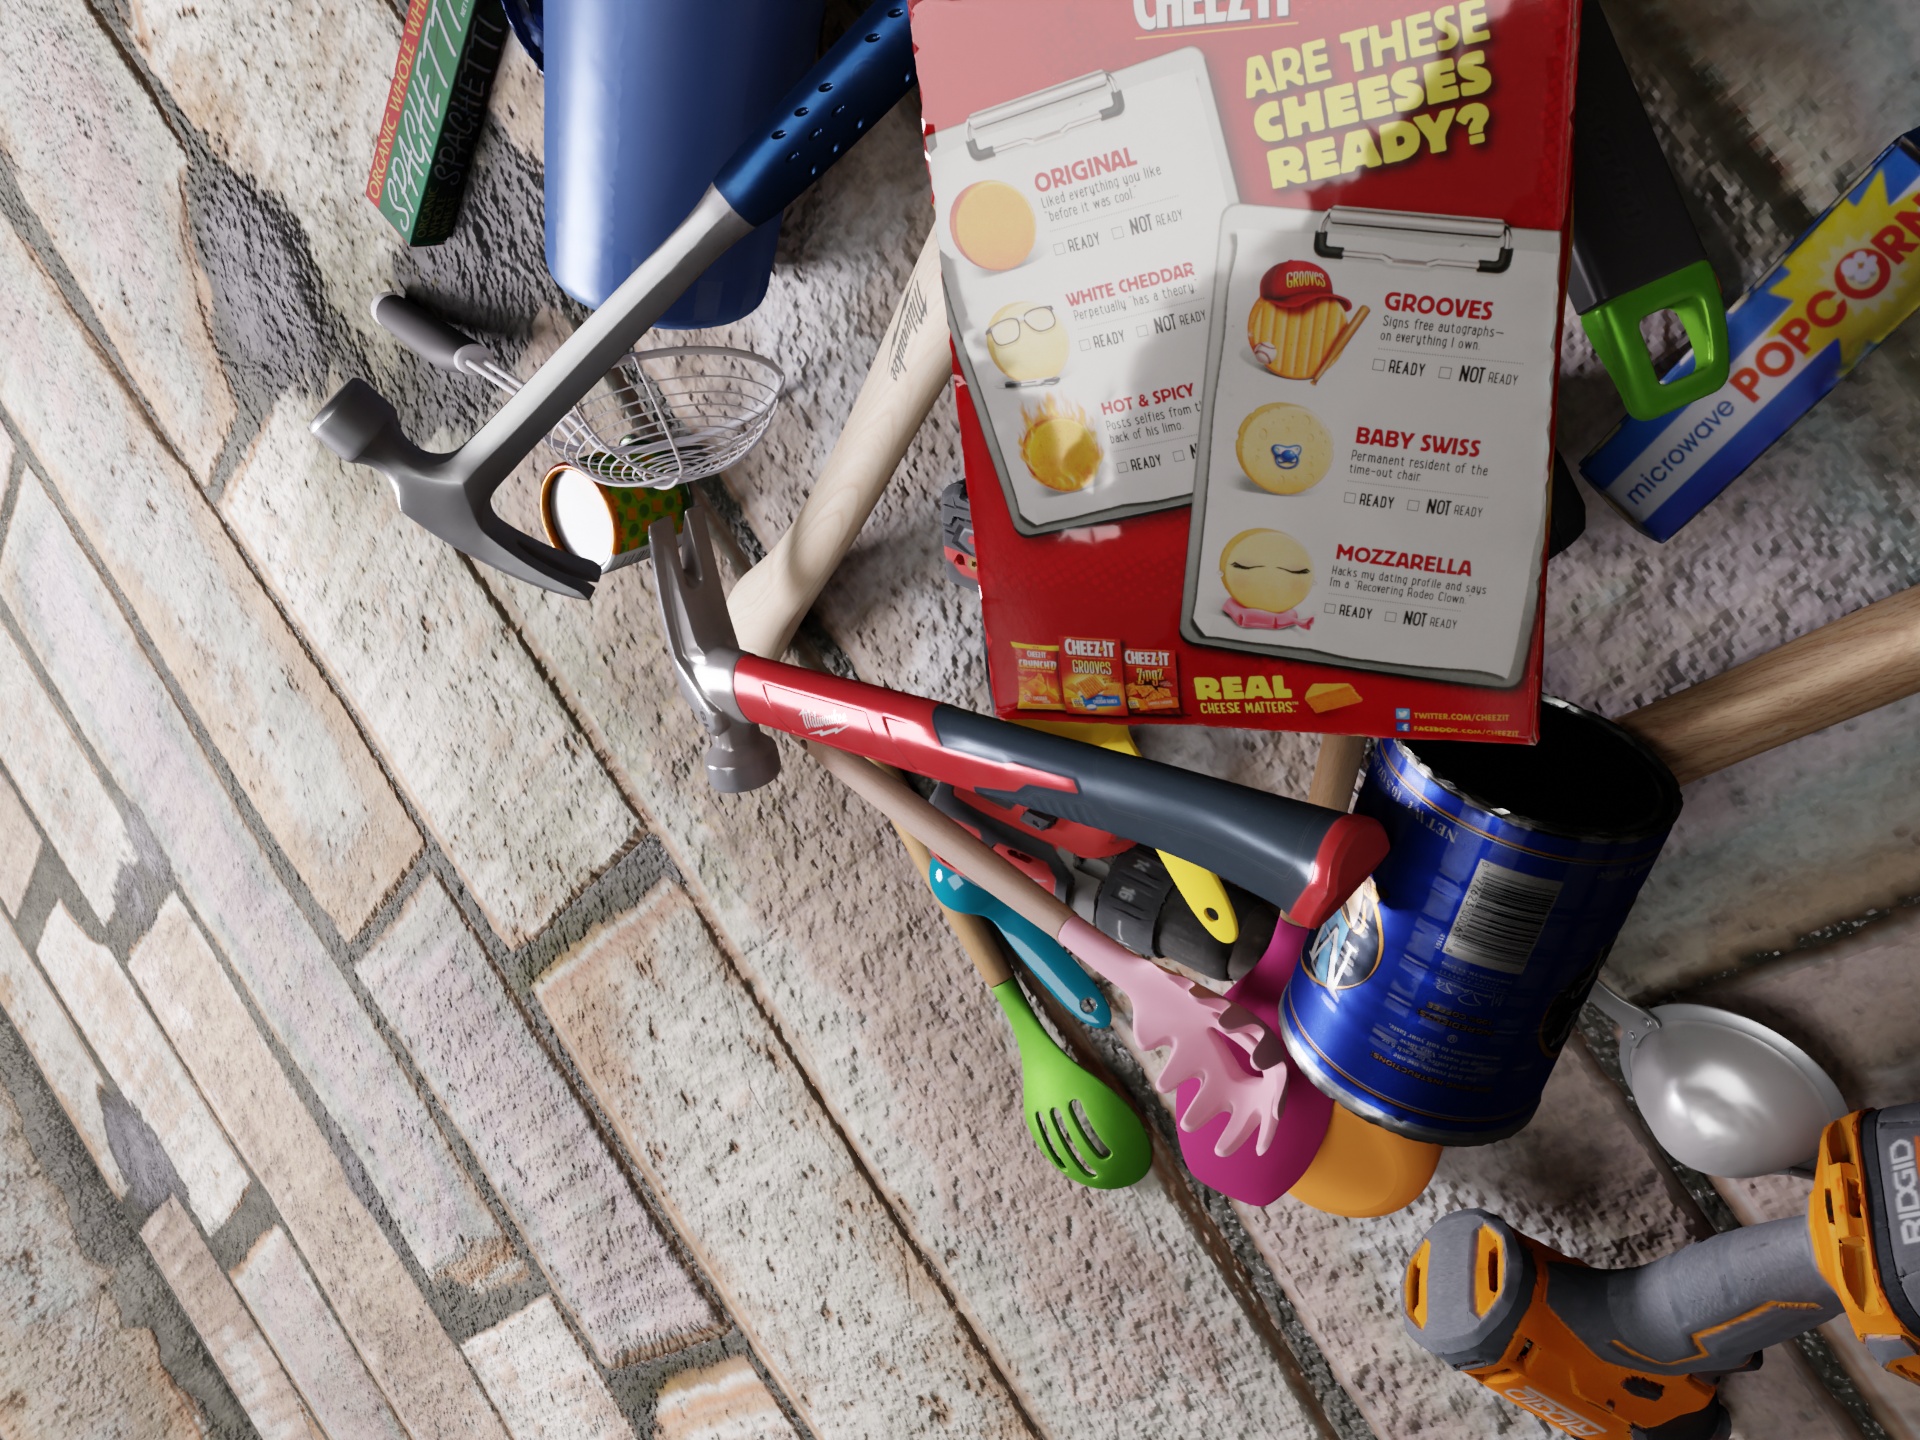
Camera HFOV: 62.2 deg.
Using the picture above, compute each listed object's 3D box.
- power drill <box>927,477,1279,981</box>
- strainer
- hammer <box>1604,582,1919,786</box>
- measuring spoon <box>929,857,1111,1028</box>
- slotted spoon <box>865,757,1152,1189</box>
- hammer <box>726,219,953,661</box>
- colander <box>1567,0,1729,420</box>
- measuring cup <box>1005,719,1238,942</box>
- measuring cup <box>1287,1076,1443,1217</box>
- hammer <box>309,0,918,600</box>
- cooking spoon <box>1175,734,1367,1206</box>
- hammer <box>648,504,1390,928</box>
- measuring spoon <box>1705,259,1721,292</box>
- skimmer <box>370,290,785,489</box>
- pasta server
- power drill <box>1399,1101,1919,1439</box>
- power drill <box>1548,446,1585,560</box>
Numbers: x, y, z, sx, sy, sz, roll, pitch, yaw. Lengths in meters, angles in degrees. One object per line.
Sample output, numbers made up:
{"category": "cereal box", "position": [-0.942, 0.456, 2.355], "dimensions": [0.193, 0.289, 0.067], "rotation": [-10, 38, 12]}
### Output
{"category": "power drill", "position": [0.070, 0.005, 0.720], "dimensions": [0.188, 0.080, 0.226], "rotation": [23, 126, 32]}
{"category": "strainer", "position": [0.248, 0.105, 0.638], "dimensions": [0.259, 0.050, 0.086], "rotation": [44, 147, 21]}
{"category": "hammer", "position": [0.333, -0.037, 0.498], "dimensions": [0.331, 0.031, 0.130], "rotation": [-34, 86, 45]}
{"category": "measuring spoon", "position": [0.032, 0.112, 0.829], "dimensions": [0.042, 0.021, 0.129], "rotation": [-44, 82, 6]}
{"category": "slotted spoon", "position": [0.008, 0.119, 0.860], "dimensions": [0.070, 0.031, 0.314], "rotation": [-32, 86, 38]}
{"category": "hammer", "position": [-0.042, -0.107, 0.706], "dimensions": [0.410, 0.038, 0.146], "rotation": [132, 128, -59]}
{"category": "colander", "position": [0.127, -0.272, 0.485], "dimensions": [0.094, 0.204, 0.397], "rotation": [-179, 66, -87]}
{"category": "measuring cup", "position": [0.066, 0.031, 0.661], "dimensions": [0.062, 0.029, 0.156], "rotation": [-32, 90, 49]}
{"category": "measuring cup", "position": [0.136, 0.162, 0.723], "dimensions": [0.174, 0.052, 0.095], "rotation": [26, 129, 11]}
{"category": "hammer", "position": [-0.099, -0.209, 0.680], "dimensions": [0.405, 0.035, 0.144], "rotation": [-39, 116, 21]}
{"category": "cooking spoon", "position": [0.146, 0.060, 0.663], "dimensions": [0.069, 0.017, 0.318], "rotation": [19, 107, 27]}
{"category": "hammer", "position": [-0.001, -0.002, 0.657], "dimensions": [0.387, 0.038, 0.143], "rotation": [15, 124, 45]}
{"category": "measuring spoon", "position": [0.217, -0.182, 0.547], "dimensions": [0.117, 0.011, 0.021], "rotation": [47, 133, 9]}
{"category": "skimmer", "position": [-0.236, -0.211, 0.879], "dimensions": [0.364, 0.127, 0.090], "rotation": [33, 117, 39]}
{"category": "pasta server", "position": [0.024, 0.082, 0.724], "dimensions": [0.316, 0.040, 0.060], "rotation": [35, 129, 30]}
{"category": "power drill", "position": [0.305, 0.227, 0.598], "dimensions": [0.164, 0.084, 0.226], "rotation": [34, 138, -19]}
{"category": "power drill", "position": [0.114, -0.153, 0.563], "dimensions": [0.084, 0.185, 0.226], "rotation": [-33, 101, 11]}
